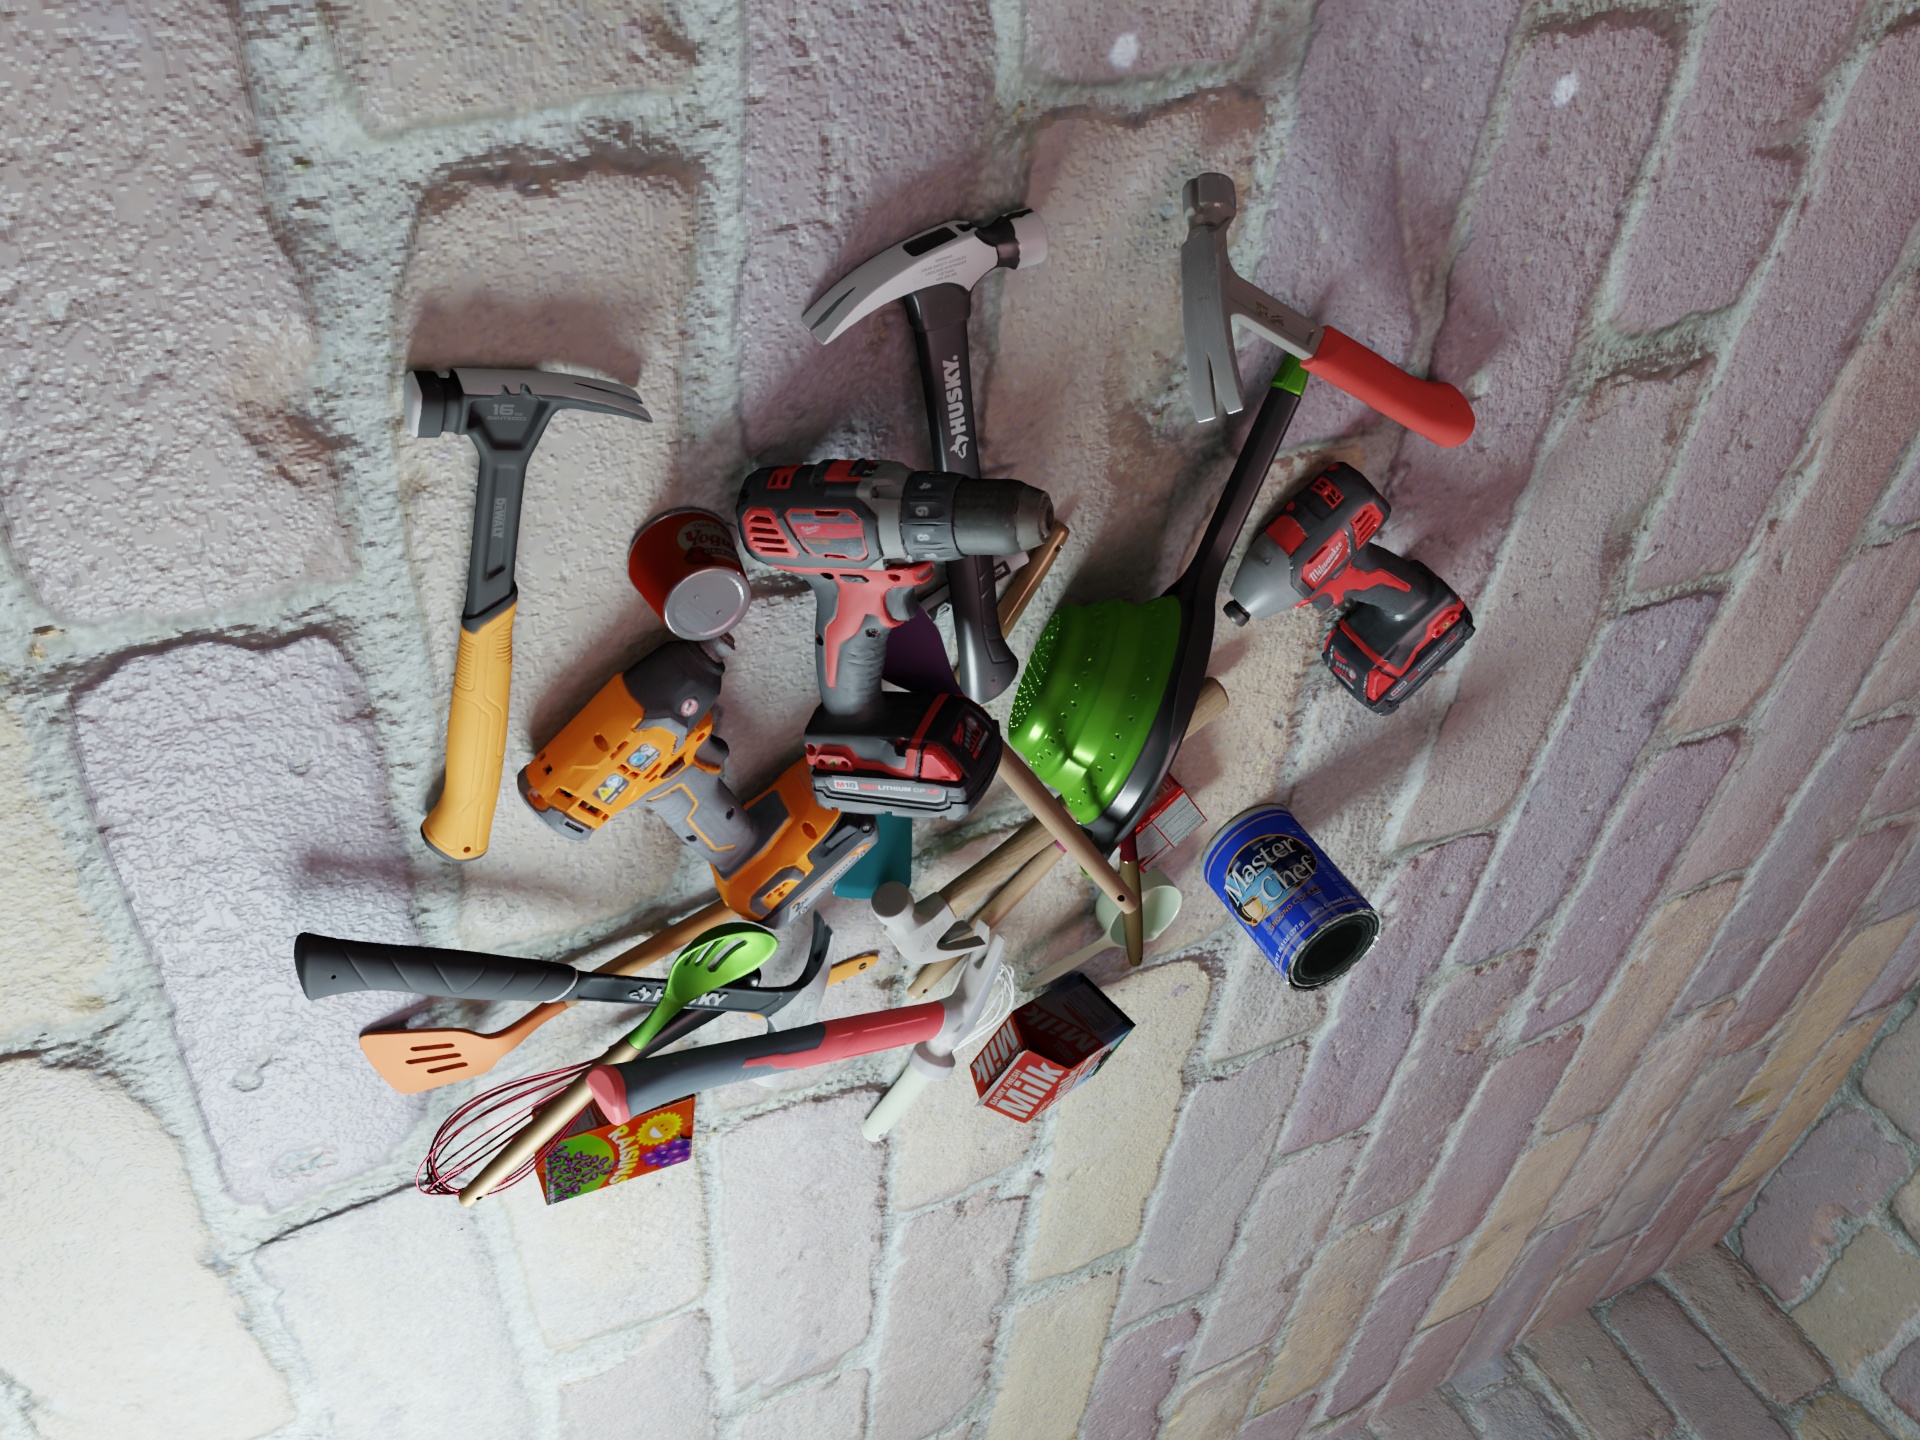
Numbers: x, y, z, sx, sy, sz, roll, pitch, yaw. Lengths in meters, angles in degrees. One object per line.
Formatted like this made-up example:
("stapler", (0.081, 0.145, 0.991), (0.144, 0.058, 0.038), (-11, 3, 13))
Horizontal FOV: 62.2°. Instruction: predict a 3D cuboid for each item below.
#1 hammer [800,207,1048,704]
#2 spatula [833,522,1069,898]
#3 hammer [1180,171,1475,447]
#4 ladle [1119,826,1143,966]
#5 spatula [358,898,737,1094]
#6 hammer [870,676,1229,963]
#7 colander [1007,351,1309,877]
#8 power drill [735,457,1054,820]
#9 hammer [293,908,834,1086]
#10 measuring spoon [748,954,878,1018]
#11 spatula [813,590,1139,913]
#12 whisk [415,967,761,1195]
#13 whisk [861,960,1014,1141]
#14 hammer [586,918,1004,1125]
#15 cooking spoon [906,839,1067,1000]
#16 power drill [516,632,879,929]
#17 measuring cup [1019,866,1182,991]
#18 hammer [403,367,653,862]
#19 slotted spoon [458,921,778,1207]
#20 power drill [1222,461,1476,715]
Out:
("hammer", (-0.005, -0.143, 0.998), (0.146, 0.035, 0.334), (-22, 133, -16))
("spatula", (-0.002, -0.004, 1.148), (0.082, 0.044, 0.317), (5, 124, -48))
("hammer", (0.254, -0.229, 1.055), (0.037, 0.149, 0.358), (-11, 166, 39))
("ladle", (0.141, 0.124, 1.311), (0.069, 0.031, 0.315), (-44, 150, -23))
("spatula", (-0.271, 0.185, 1.162), (0.322, 0.041, 0.080), (-29, 138, -15))
("hammer", (0.080, 0.077, 1.255), (0.331, 0.031, 0.129), (-37, 147, -9))
("colander", (0.126, -0.091, 1.113), (0.094, 0.204, 0.397), (22, 101, -7))
("power drill", (-0.027, -0.052, 0.965), (0.188, 0.080, 0.226), (3, 124, 19))
("hammer", (-0.261, 0.183, 1.114), (0.408, 0.036, 0.149), (14, 110, -41))
("measuring spoon", (-0.119, 0.219, 1.305), (0.117, 0.011, 0.021), (-21, 138, -17))
("spatula", (0.016, 0.014, 1.059), (0.060, 0.018, 0.315), (-38, 103, 17))
("whisk", (-0.280, 0.270, 1.213), (0.296, 0.073, 0.073), (-32, 140, -15))
("whisk", (-0.024, 0.298, 1.423), (0.057, 0.059, 0.246), (-8, 140, -52))
("hammer", (-0.112, 0.234, 1.203), (0.386, 0.038, 0.143), (1, 117, -51))
("cooking spoon", (0.066, 0.124, 1.336), (0.319, 0.017, 0.068), (-46, 139, 11))
("power drill", (-0.157, 0.037, 1.055), (0.164, 0.084, 0.226), (-44, 135, 9))
("measuring cup", (0.118, 0.186, 1.419), (0.167, 0.038, 0.083), (-31, 140, -3))
("hammer", (-0.269, -0.048, 0.928), (0.127, 0.034, 0.336), (-4, 131, -30))
("slotted spoon", (-0.249, 0.242, 1.121), (0.313, 0.031, 0.070), (-44, 145, 11))
("power drill", (0.301, -0.096, 1.246), (0.143, 0.079, 0.219), (-46, 136, 12))
